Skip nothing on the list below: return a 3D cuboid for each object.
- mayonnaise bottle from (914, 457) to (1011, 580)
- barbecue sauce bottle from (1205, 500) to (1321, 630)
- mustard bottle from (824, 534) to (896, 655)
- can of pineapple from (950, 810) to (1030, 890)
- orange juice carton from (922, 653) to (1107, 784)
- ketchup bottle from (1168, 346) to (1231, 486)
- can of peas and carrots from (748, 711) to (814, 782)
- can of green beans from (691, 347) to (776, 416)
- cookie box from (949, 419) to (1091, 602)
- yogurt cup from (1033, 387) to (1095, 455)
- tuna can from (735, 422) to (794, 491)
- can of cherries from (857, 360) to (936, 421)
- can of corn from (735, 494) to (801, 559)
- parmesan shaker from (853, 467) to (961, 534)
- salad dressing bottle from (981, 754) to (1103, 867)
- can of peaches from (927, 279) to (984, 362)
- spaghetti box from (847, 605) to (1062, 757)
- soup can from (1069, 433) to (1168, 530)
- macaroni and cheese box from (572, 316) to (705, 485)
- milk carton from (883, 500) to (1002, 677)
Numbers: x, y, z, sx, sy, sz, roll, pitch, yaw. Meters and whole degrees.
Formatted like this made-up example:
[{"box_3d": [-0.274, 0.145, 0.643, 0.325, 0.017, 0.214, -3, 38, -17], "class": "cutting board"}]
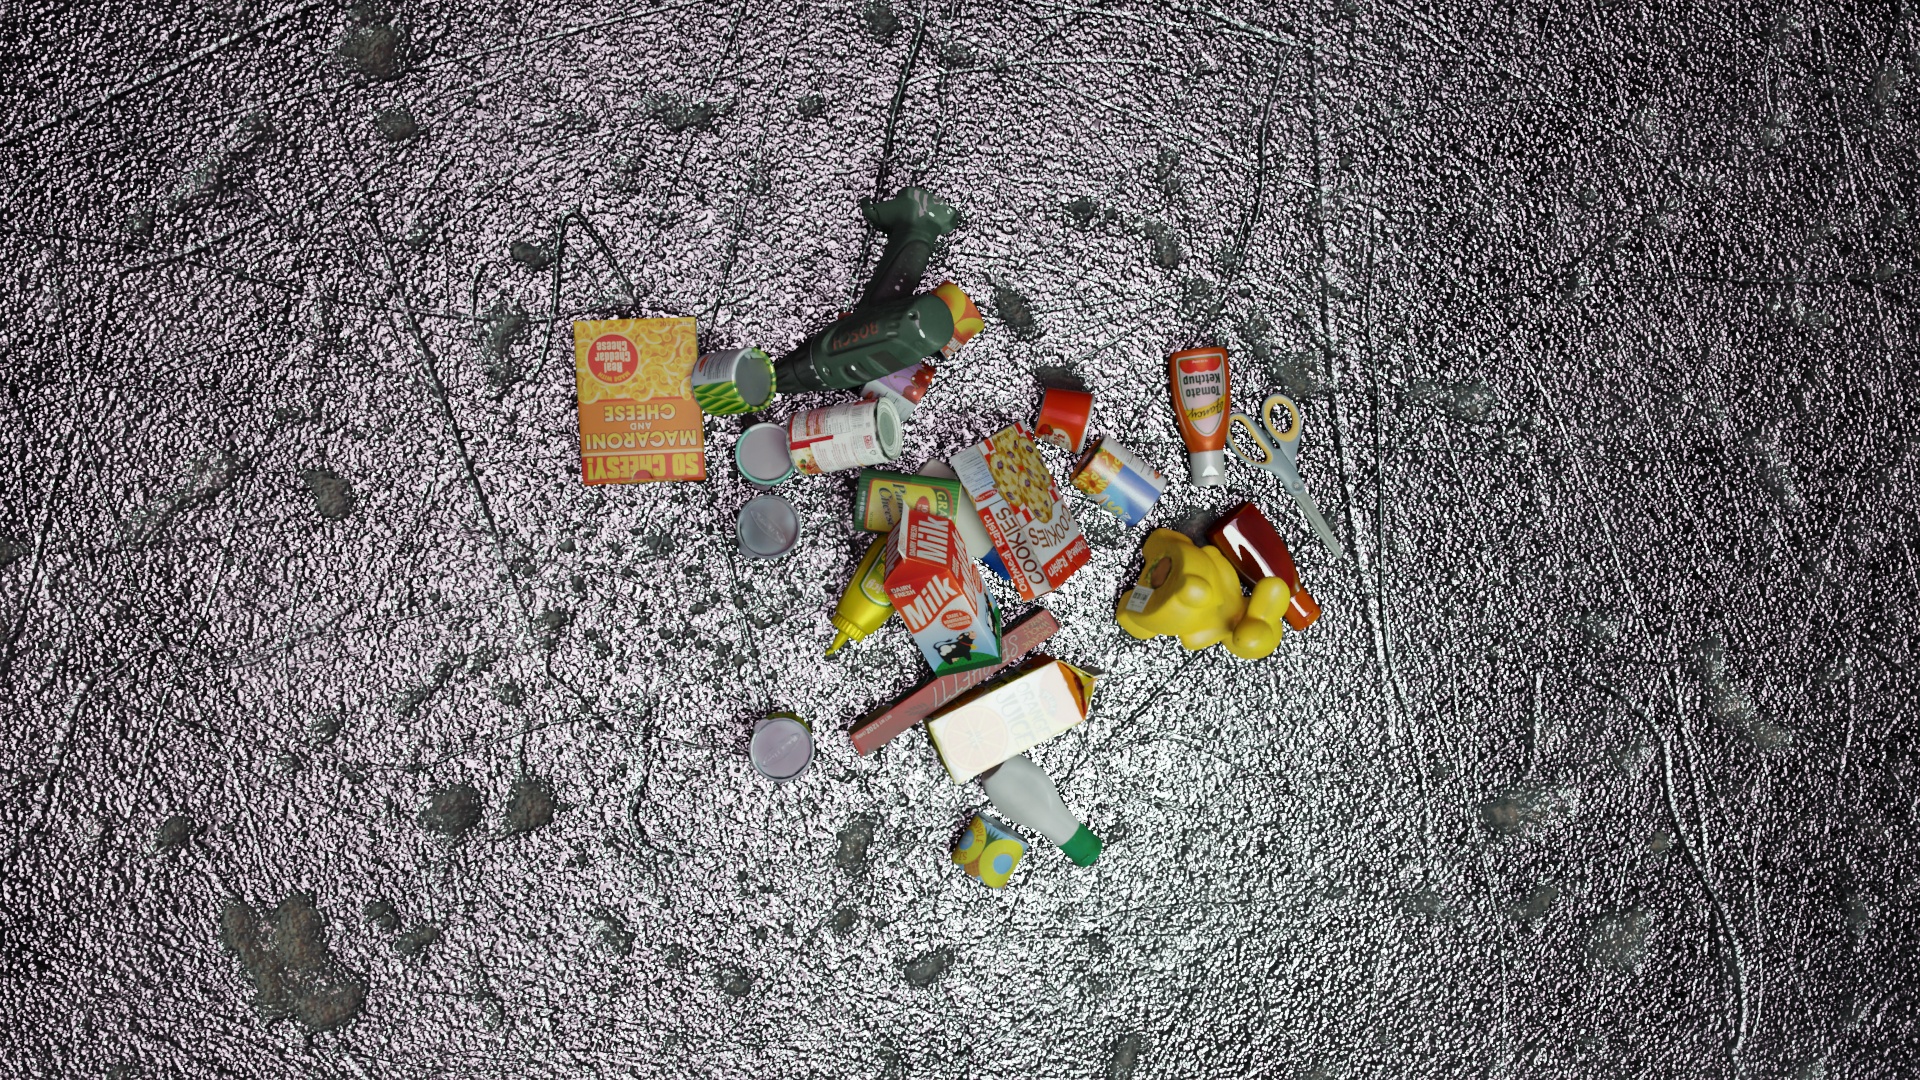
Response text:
[{"box_3d": [0.005, -0.018, 1.472, 0.148, 0.041, 0.065, 42, 89, -7], "class": "mayonnaise bottle"}, {"box_3d": [0.336, 0.031, 1.518, 0.065, 0.043, 0.148, -40, 96, -6], "class": "barbecue sauce bottle"}, {"box_3d": [-0.091, 0.057, 1.453, 0.065, 0.049, 0.160, 36, 85, -4], "class": "mustard bottle"}, {"box_3d": [0.030, 0.326, 1.461, 0.071, 0.071, 0.058, 31, 86, -7], "class": "can of pineapple"}, {"box_3d": [0.061, 0.177, 1.463, 0.193, 0.072, 0.073, -26, 94, -7], "class": "orange juice carton"}, {"box_3d": [0.263, -0.133, 1.507, 0.065, 0.043, 0.148, -5, 91, 3], "class": "ketchup bottle"}, {"box_3d": [-0.187, 0.211, 1.434, 0.071, 0.058, 0.071, 0, 90, -8], "class": "can of peas and carrots"}, {"box_3d": [-0.230, -0.162, 1.414, 0.058, 0.071, 0.071, -2, 91, 34], "class": "can of green beans"}, {"box_3d": [0.066, -0.033, 1.440, 0.040, 0.123, 0.167, -25, 94, 29], "class": "cookie box"}, {"box_3d": [0.110, -0.130, 1.476, 0.054, 0.072, 0.072, 15, 88, 0], "class": "yogurt cup"}, {"box_3d": [-0.202, -0.087, 1.445, 0.071, 0.033, 0.071, 0, 90, -8], "class": "tuna can"}, {"box_3d": [-0.065, -0.168, 1.449, 0.058, 0.071, 0.071, 30, 86, -7], "class": "can of cherries"}, {"box_3d": [-0.200, -0.012, 1.432, 0.071, 0.058, 0.071, 0, 90, -8], "class": "can of corn"}, {"box_3d": [-0.054, -0.033, 1.413, 0.103, 0.071, 0.071, 7, 89, -1], "class": "parmesan shaker"}, {"box_3d": [0.088, 0.288, 1.480, 0.147, 0.044, 0.064, 44, 107, -10], "class": "salad dressing bottle"}, {"box_3d": [-0.015, -0.229, 1.455, 0.058, 0.071, 0.071, -41, 96, -7], "class": "can of peaches"}, {"box_3d": [-0.007, 0.146, 1.465, 0.250, 0.050, 0.028, -33, 96, -7], "class": "spaghetti box"}, {"box_3d": [0.167, -0.062, 1.483, 0.084, 0.071, 0.071, 36, 85, -6], "class": "soup can"}, {"box_3d": [-0.328, -0.142, 1.423, 0.124, 0.040, 0.166, -4, 90, -7], "class": "macaroni and cheese box"}, {"box_3d": [-0.023, 0.047, 1.390, 0.073, 0.073, 0.189, -14, 132, 15], "class": "milk carton"}]
